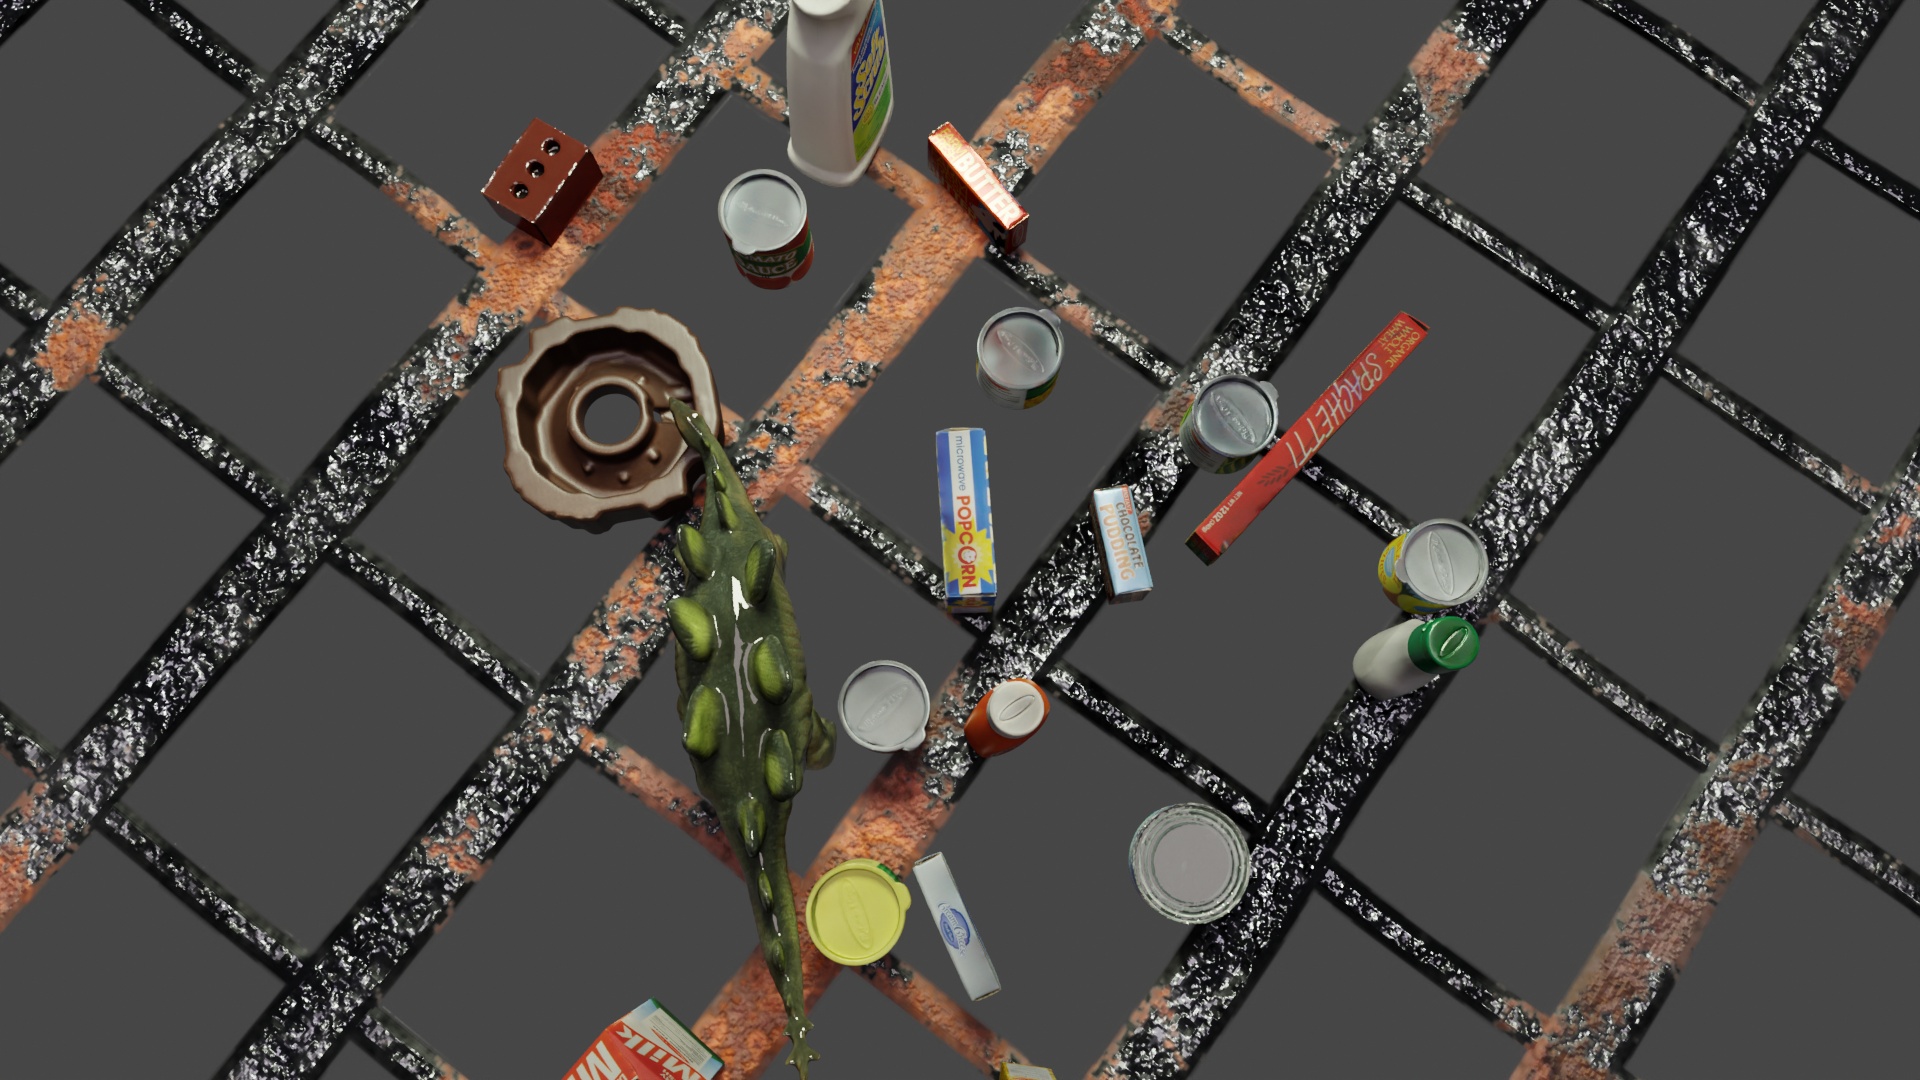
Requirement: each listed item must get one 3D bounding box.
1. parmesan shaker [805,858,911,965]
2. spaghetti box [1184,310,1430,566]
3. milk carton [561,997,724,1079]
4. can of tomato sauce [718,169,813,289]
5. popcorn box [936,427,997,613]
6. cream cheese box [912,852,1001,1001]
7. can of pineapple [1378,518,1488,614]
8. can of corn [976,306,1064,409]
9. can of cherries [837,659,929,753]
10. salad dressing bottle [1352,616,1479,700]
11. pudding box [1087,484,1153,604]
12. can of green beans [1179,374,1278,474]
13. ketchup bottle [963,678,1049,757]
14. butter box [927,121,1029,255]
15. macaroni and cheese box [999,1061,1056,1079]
[{"bbox_3d":[-0.068,0.257,0.974,0.071,0.103,0.071,0,79,-1],"label":"parmesan shaker"},{"bbox_3d":[0.269,-0.080,1.079,0.029,0.050,0.250,43,81,7],"label":"spaghetti box"},{"bbox_3d":[-0.217,0.361,0.904,0.073,0.190,0.072,40,81,6],"label":"milk carton"},{"bbox_3d":[-0.150,-0.239,1.085,0.071,0.083,0.071,0,79,-1],"label":"can of tomato sauce"},{"bbox_3d":[0.004,-0.013,1.041,0.038,0.085,0.127,-3,79,-2],"label":"popcorn box"},{"bbox_3d":[-0.003,0.275,0.997,0.024,0.053,0.104,-24,80,-6],"label":"cream cheese box"},{"bbox_3d":[0.356,0.021,1.056,0.071,0.057,0.071,0,79,-1],"label":"can of pineapple"},{"bbox_3d":[0.047,-0.142,1.082,0.071,0.058,0.071,0,79,-1],"label":"can of corn"},{"bbox_3d":[-0.054,0.126,1.024,0.071,0.058,0.071,0,79,-1],"label":"can of cherries"},{"bbox_3d":[0.326,0.082,0.997,0.044,0.147,0.064,44,81,7],"label":"salad dressing bottle"},{"bbox_3d":[0.121,0.004,1.058,0.030,0.049,0.084,-10,79,-3],"label":"pudding box"},{"bbox_3d":[0.207,-0.089,1.075,0.071,0.057,0.071,0,79,-1],"label":"can of green beans"},{"bbox_3d":[0.035,0.123,0.981,0.065,0.148,0.043,-34,82,-7],"label":"ketchup bottle"},{"bbox_3d":[0.013,-0.281,1.113,0.024,0.053,0.103,-38,82,-8],"label":"butter box"},{"bbox_3d":[0.041,0.423,0.910,0.040,0.166,0.124,8,79,0],"label":"macaroni and cheese box"}]
